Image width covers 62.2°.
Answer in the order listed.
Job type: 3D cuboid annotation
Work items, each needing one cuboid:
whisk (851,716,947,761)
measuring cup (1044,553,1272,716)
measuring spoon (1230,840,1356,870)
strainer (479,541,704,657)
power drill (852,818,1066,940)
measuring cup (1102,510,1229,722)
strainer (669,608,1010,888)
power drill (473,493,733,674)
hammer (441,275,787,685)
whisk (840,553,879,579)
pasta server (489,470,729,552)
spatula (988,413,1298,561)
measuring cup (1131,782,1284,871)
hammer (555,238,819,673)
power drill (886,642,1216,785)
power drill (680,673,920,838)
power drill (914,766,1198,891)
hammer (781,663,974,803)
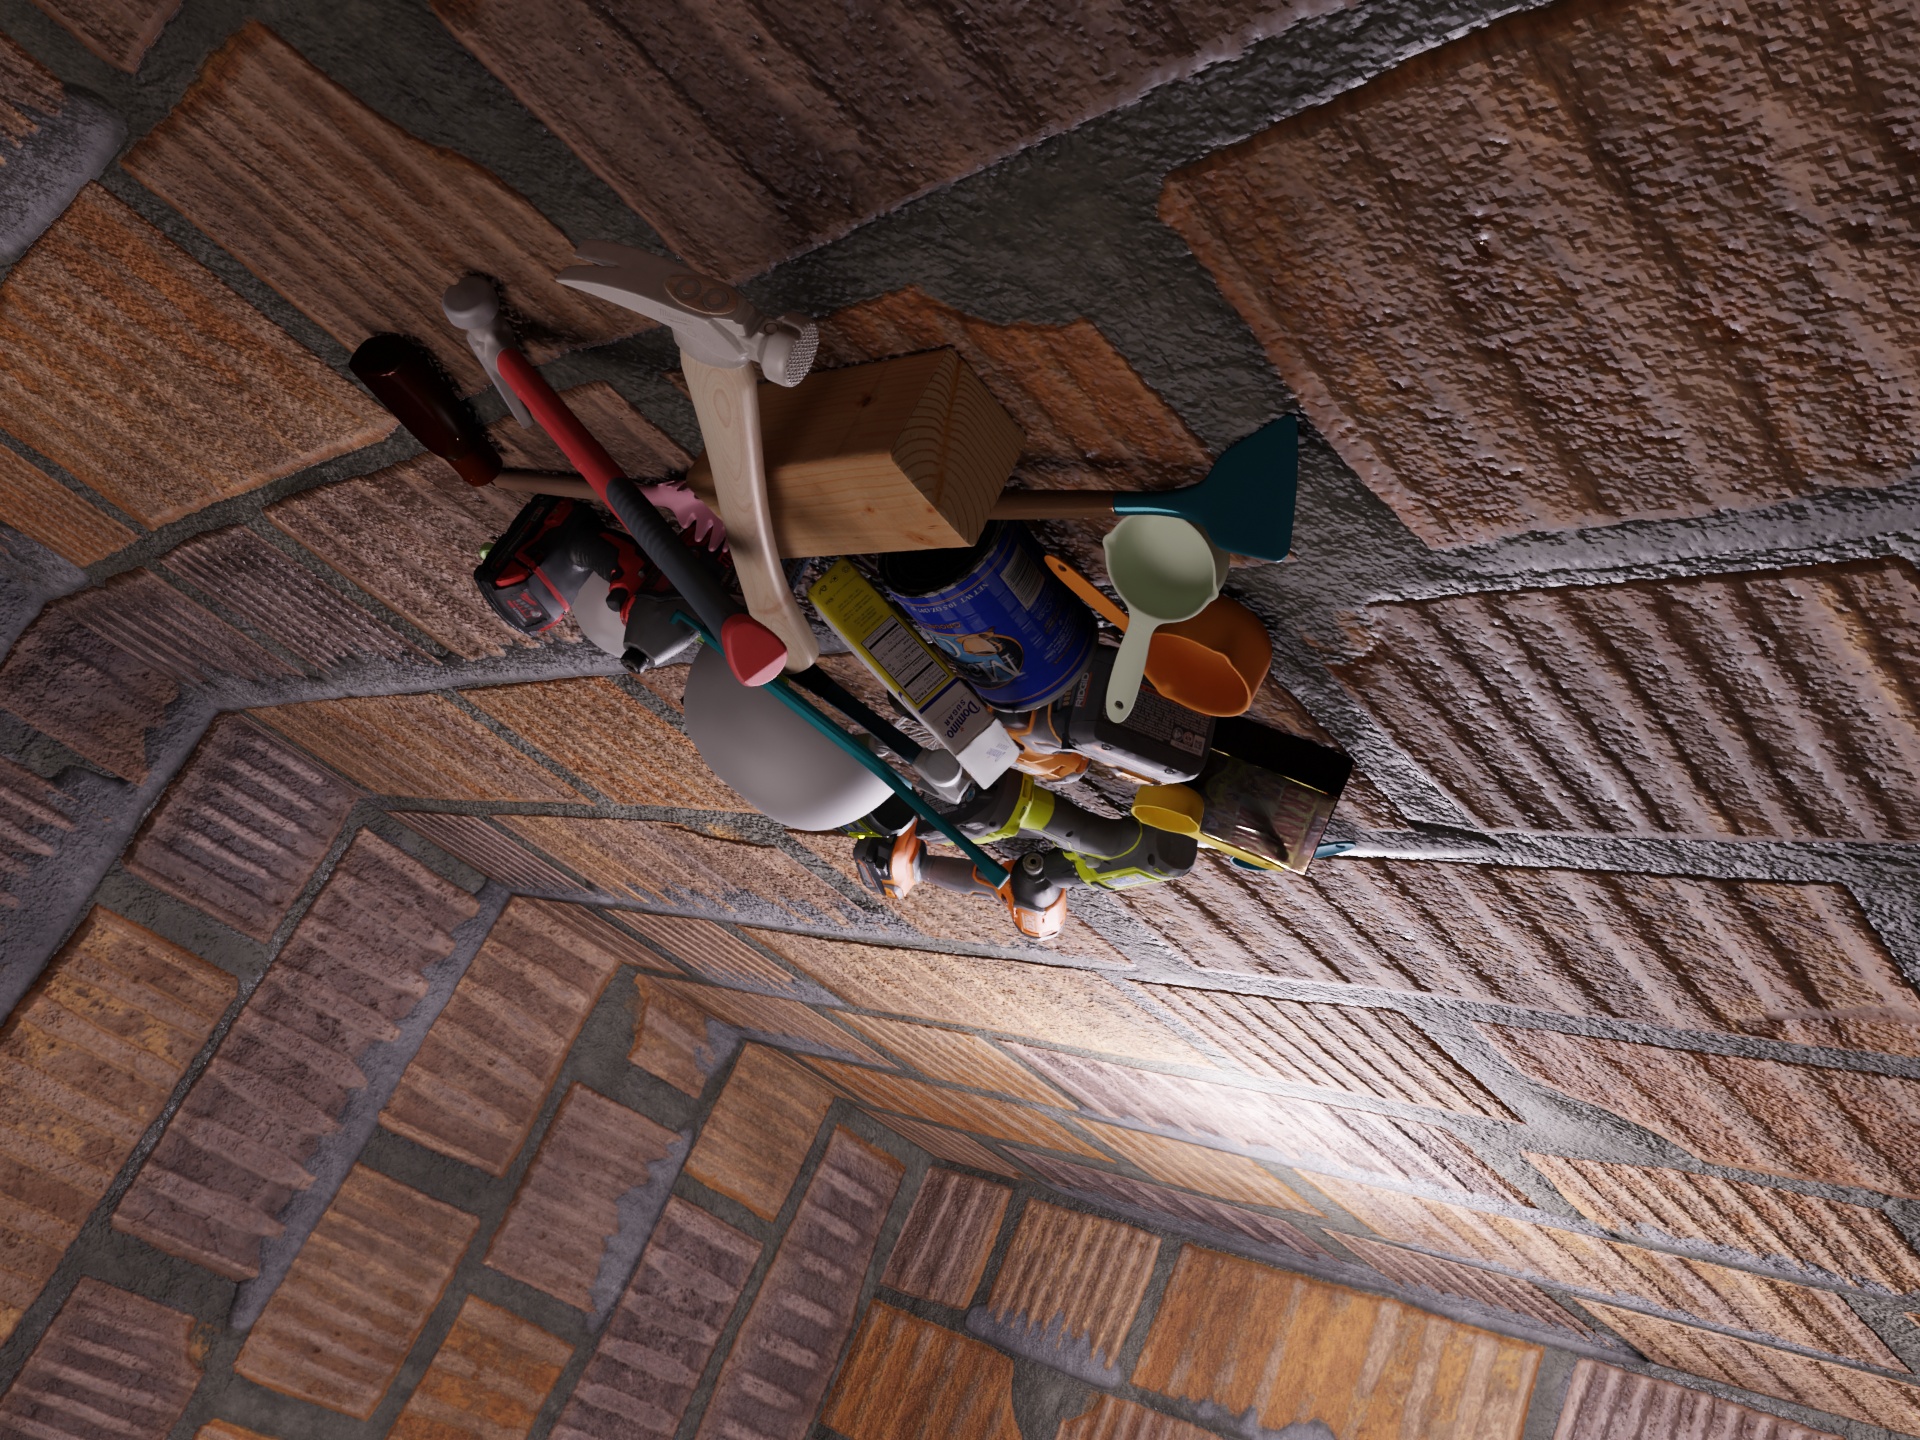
[{"bbox_3d":[-0.073,0.021,1.538,0.246,0.059,0.058,-9,103,60],"label":"whisk"},{"bbox_3d":[0.137,-0.075,1.090,0.173,0.052,0.095,38,156,-6],"label":"measuring cup"},{"bbox_3d":[0.289,0.109,1.379,0.042,0.021,0.128,27,152,-34],"label":"measuring spoon"},{"bbox_3d":[-0.361,-0.113,1.508,0.256,0.069,0.151,16,156,19],"label":"strainer"},{"bbox_3d":[0.004,0.158,1.707,0.226,0.084,0.164,16,155,12],"label":"power drill"},{"bbox_3d":[0.126,-0.070,1.037,0.083,0.038,0.167,29,131,19],"label":"measuring cup"},{"bbox_3d":[-0.105,0.055,1.237,0.341,0.095,0.210,38,177,32],"label":"strainer"},{"bbox_3d":[-0.297,-0.114,1.346,0.220,0.143,0.078,14,151,32],"label":"power drill"},{"bbox_3d":[-0.233,-0.152,1.098,0.387,0.038,0.143,48,169,28],"label":"hammer"},{"bbox_3d":[-0.028,-0.095,1.229,0.051,0.047,0.244,7,154,37],"label":"whisk"},{"bbox_3d":[-0.297,-0.187,1.322,0.316,0.040,0.060,11,141,35],"label":"pasta server"},{"bbox_3d":[0.071,-0.138,0.987,0.318,0.082,0.044,4,-179,37],"label":"spatula"},{"bbox_3d":[0.209,0.086,1.303,0.156,0.029,0.062,25,161,-26],"label":"measuring cup"},{"bbox_3d":[-0.147,-0.142,1.020,0.146,0.038,0.410,24,157,11],"label":"hammer"},{"bbox_3d":[0.064,-0.005,1.232,0.185,0.084,0.226,21,166,-28],"label":"power drill"},{"bbox_3d":[-0.155,0.027,1.528,0.223,0.080,0.171,45,160,-17],"label":"power drill"},{"bbox_3d":[0.076,0.100,1.453,0.228,0.080,0.190,22,157,-27],"label":"power drill"},{"bbox_3d":[-0.122,-0.033,1.369,0.331,0.033,0.128,36,173,16],"label":"hammer"}]
